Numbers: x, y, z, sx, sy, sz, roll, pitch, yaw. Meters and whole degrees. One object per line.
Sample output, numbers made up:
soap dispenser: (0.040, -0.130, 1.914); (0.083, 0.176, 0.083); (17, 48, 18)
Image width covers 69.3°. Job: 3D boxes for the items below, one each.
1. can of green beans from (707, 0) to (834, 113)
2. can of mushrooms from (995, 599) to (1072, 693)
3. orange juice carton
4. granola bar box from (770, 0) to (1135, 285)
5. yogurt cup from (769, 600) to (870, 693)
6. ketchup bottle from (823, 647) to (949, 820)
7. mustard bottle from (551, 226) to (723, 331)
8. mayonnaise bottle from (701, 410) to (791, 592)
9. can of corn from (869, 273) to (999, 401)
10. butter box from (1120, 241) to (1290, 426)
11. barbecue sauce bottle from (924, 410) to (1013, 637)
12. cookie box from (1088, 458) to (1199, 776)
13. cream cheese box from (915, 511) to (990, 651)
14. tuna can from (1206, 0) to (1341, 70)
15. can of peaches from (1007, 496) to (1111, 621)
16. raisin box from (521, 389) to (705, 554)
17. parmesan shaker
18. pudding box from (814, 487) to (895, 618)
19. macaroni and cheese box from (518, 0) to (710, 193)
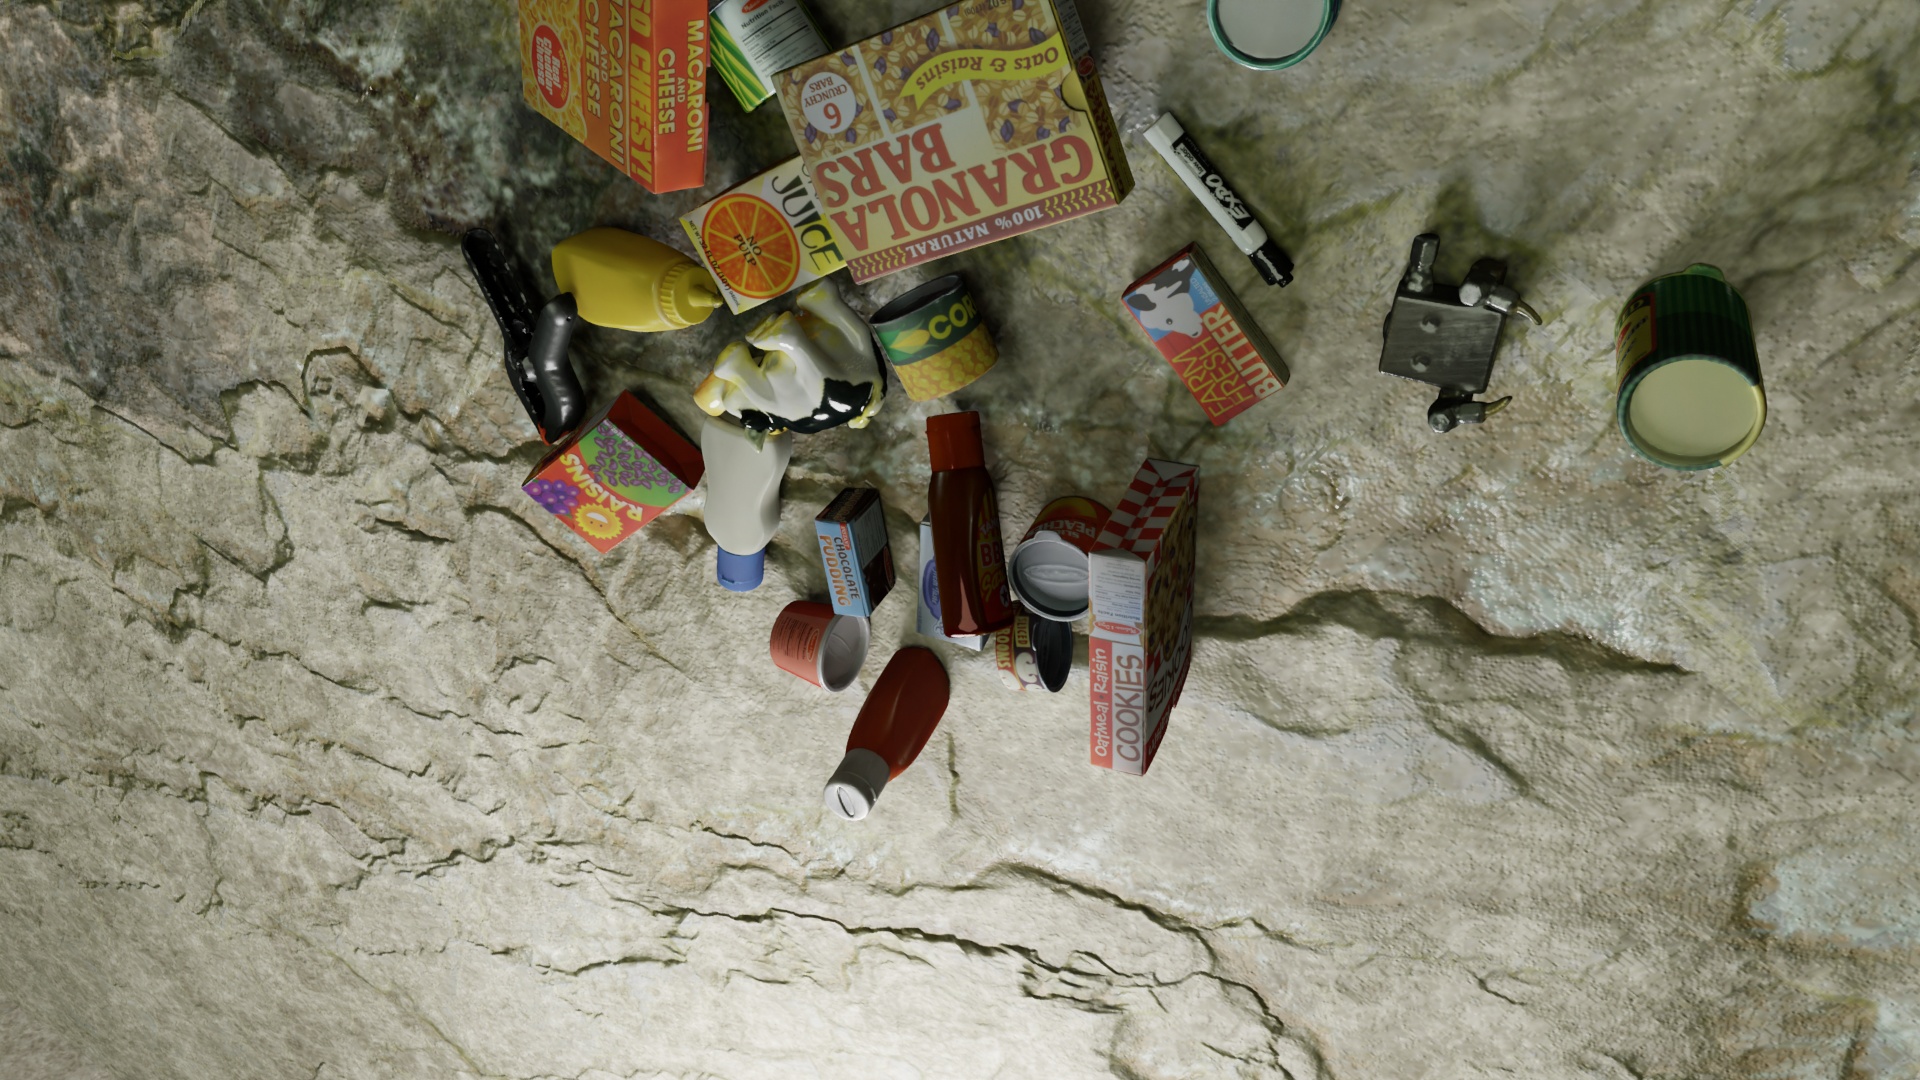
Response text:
can of green beans: (-0.116, -0.296, 0.826); (0.071, 0.071, 0.057); (-23, 110, 34)
can of mushrooms: (0.052, 0.074, 0.984); (0.033, 0.071, 0.070); (-1, 120, 27)
orange juice carton: (-0.070, -0.212, 0.854); (0.192, 0.073, 0.071); (-16, 112, 32)
granola bar box: (-0.005, -0.221, 0.751); (0.165, 0.039, 0.123); (-12, 113, 26)
yogurt cup: (-0.109, 0.078, 1.067); (0.054, 0.073, 0.072); (14, 126, 26)
ketchup bottle: (-0.054, 0.144, 1.028); (0.043, 0.149, 0.064); (-4, 119, 26)
mustard bottle: (-0.210, -0.171, 0.935); (0.160, 0.049, 0.065); (19, 134, 36)
mayonnaise bottle: (-0.162, -0.029, 1.037); (0.065, 0.041, 0.147); (20, 128, 14)
can of corn: (-0.014, -0.129, 0.885); (0.071, 0.071, 0.058); (-15, 114, 32)
butter box: (0.149, -0.123, 0.840); (0.053, 0.024, 0.103); (-30, 105, 35)
barbecue sauce bottle: (0.003, -0.012, 0.936); (0.043, 0.065, 0.148); (-7, 93, 23)
cookie box: (0.120, 0.050, 0.902); (0.040, 0.123, 0.166); (10, 124, 20)
cream cheese box: (-0.003, 0.029, 1.009); (0.053, 0.024, 0.103); (14, 125, 15)
tuna can: (0.163, -0.280, 0.727); (0.071, 0.033, 0.070); (12, 124, 18)
can of peaches: (0.072, 0.010, 0.941); (0.071, 0.058, 0.071); (12, 125, 18)
raisin box: (-0.264, -0.050, 1.061); (0.123, 0.040, 0.086); (-29, 120, 36)
parmesan shaker: (0.370, -0.090, 0.708); (0.071, 0.103, 0.071); (12, 125, 18)
pudding box: (-0.076, 0.009, 1.015); (0.030, 0.050, 0.083); (5, 122, 24)
macaroni and cheese box: (-0.212, -0.300, 0.840); (0.167, 0.040, 0.123); (38, 135, 35)
